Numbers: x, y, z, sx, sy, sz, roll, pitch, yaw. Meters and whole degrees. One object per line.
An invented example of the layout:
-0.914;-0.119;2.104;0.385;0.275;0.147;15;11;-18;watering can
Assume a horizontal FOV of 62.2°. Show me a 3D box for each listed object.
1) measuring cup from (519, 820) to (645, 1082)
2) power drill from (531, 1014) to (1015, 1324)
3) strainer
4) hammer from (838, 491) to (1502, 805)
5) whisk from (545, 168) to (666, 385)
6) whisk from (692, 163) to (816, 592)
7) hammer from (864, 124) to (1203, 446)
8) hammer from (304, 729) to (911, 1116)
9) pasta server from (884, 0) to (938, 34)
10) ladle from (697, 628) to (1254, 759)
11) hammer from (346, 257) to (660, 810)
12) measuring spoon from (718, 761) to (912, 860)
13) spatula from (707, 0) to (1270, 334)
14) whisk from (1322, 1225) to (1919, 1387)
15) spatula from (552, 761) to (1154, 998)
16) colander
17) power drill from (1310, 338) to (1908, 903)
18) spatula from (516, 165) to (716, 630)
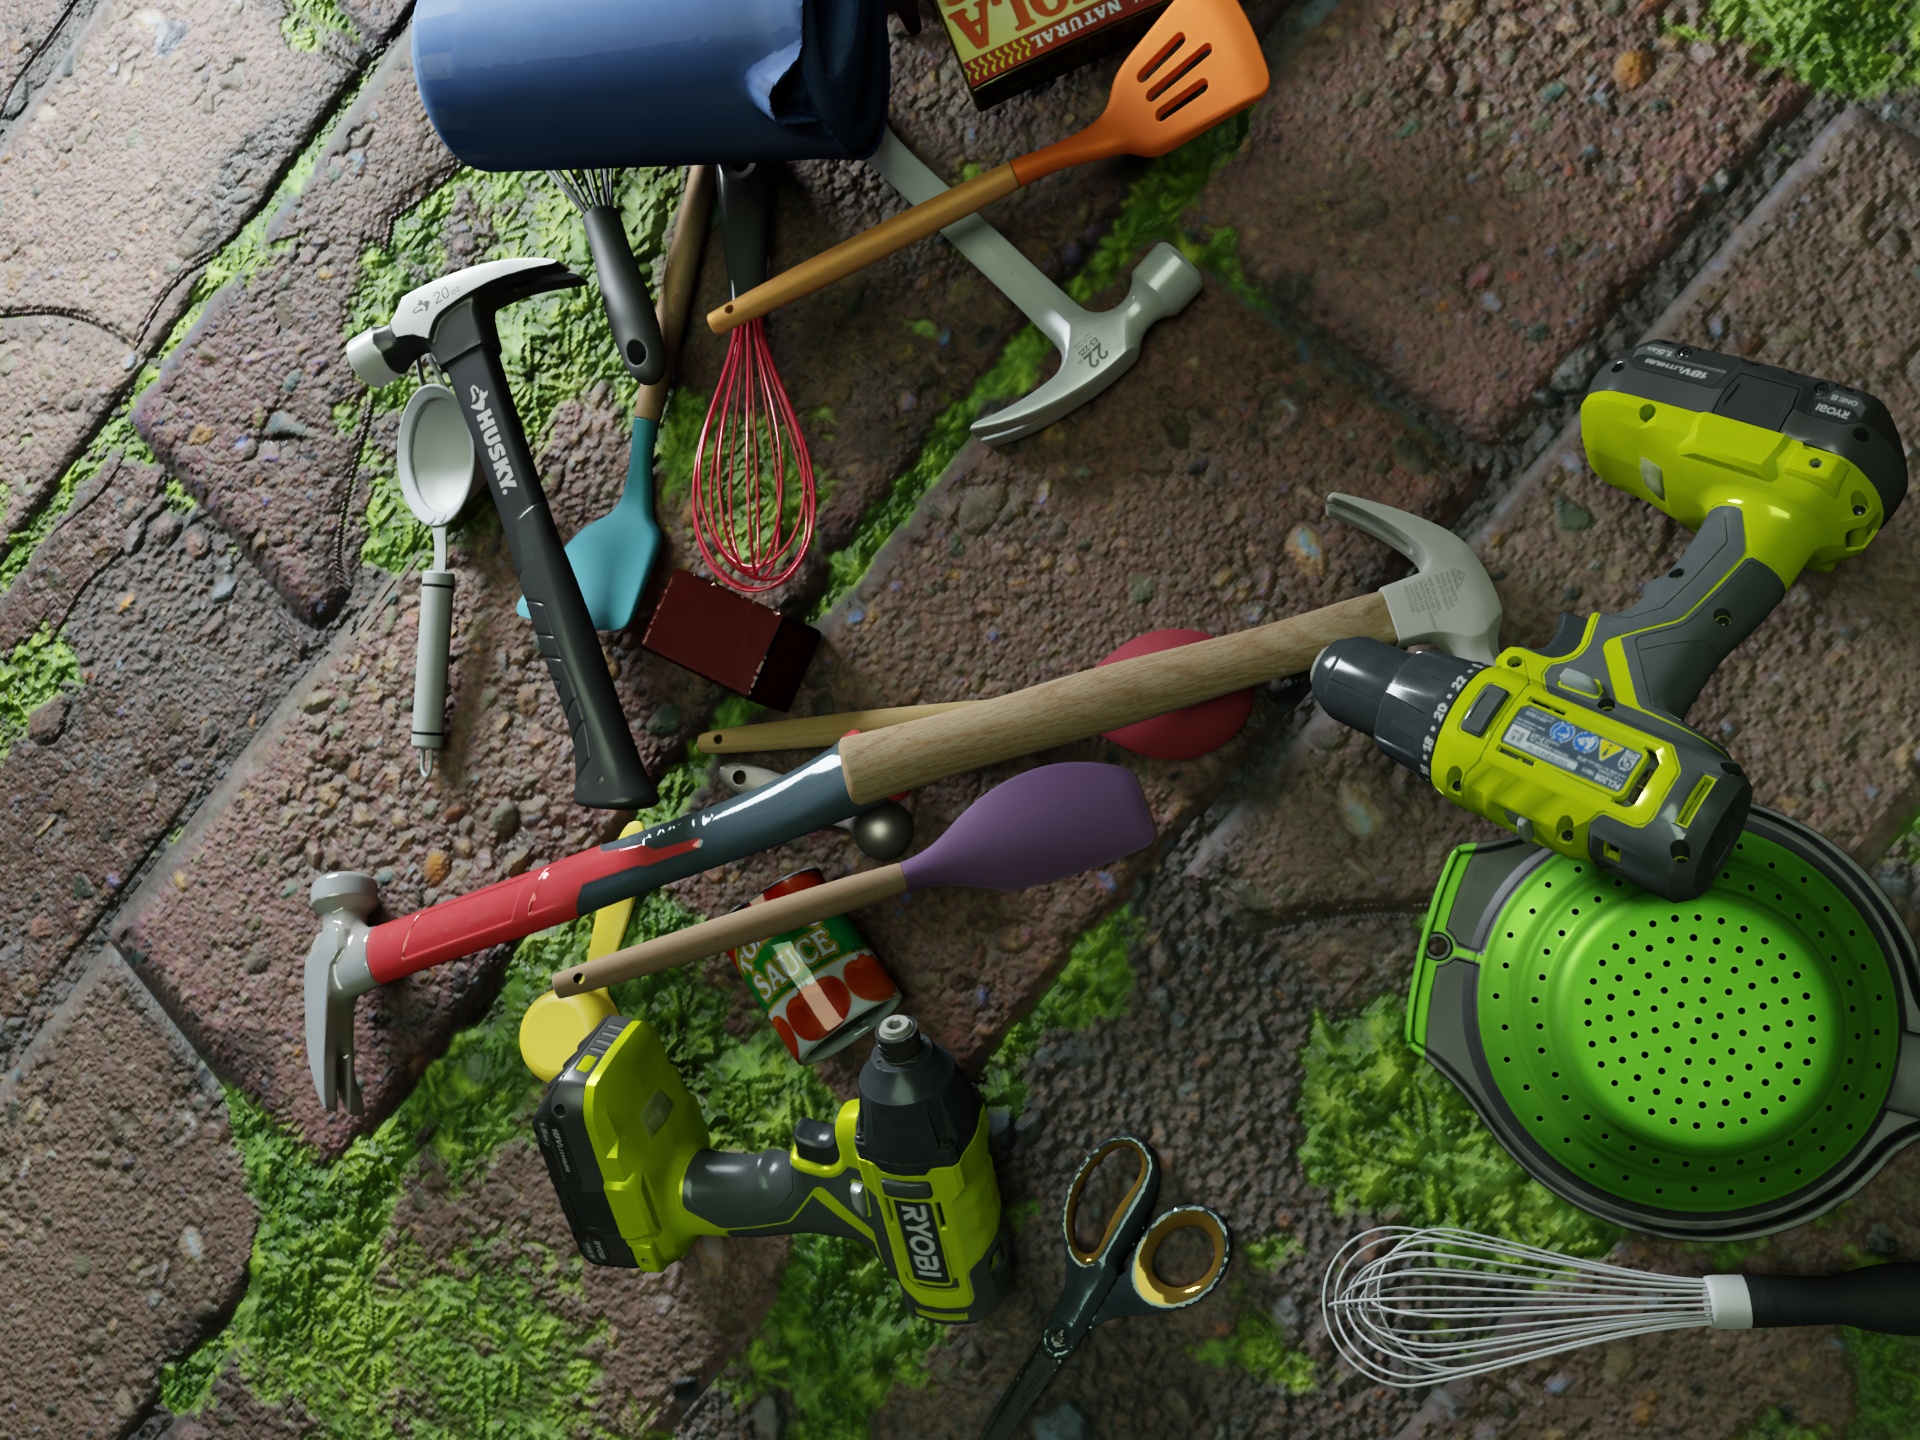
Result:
-0.211;0.132;0.909;0.062;0.029;0.156;14;87;20;measuring cup
-0.093;0.216;0.803;0.223;0.080;0.171;-1;118;20;power drill
-0.317;-0.094;0.971;0.087;0.050;0.258;4;90;41;strainer
0.100;-0.021;0.789;0.331;0.031;0.130;-16;75;2;hammer
-0.216;-0.296;0.944;0.055;0.055;0.239;-26;68;14;whisk
-0.122;-0.213;0.913;0.073;0.073;0.296;-9;74;17;whisk
-0.050;-0.324;0.913;0.144;0.035;0.406;-45;72;8;hammer
-0.203;0.103;0.886;0.386;0.038;0.143;-20;63;16;hammer
0.075;-0.502;0.902;0.316;0.040;0.060;-32;74;8;pasta server
-0.001;-0.003;0.860;0.315;0.031;0.069;-6;78;20;ladle
-0.234;-0.103;0.891;0.146;0.035;0.335;-25;77;14;hammer
-0.085;0.046;0.884;0.124;0.018;0.034;18;89;21;measuring spoon
0.005;-0.285;0.846;0.322;0.041;0.081;-24;74;10;spatula
0.306;0.260;0.707;0.284;0.070;0.070;-6;81;14;whisk
-0.054;0.086;0.815;0.316;0.018;0.060;-18;77;-7;spatula
0.392;0.147;0.669;0.397;0.094;0.204;14;87;20;colander
0.285;-0.053;0.707;0.191;0.080;0.228;29;78;36;power drill
-0.184;-0.205;0.939;0.082;0.044;0.317;9;85;26;spatula
